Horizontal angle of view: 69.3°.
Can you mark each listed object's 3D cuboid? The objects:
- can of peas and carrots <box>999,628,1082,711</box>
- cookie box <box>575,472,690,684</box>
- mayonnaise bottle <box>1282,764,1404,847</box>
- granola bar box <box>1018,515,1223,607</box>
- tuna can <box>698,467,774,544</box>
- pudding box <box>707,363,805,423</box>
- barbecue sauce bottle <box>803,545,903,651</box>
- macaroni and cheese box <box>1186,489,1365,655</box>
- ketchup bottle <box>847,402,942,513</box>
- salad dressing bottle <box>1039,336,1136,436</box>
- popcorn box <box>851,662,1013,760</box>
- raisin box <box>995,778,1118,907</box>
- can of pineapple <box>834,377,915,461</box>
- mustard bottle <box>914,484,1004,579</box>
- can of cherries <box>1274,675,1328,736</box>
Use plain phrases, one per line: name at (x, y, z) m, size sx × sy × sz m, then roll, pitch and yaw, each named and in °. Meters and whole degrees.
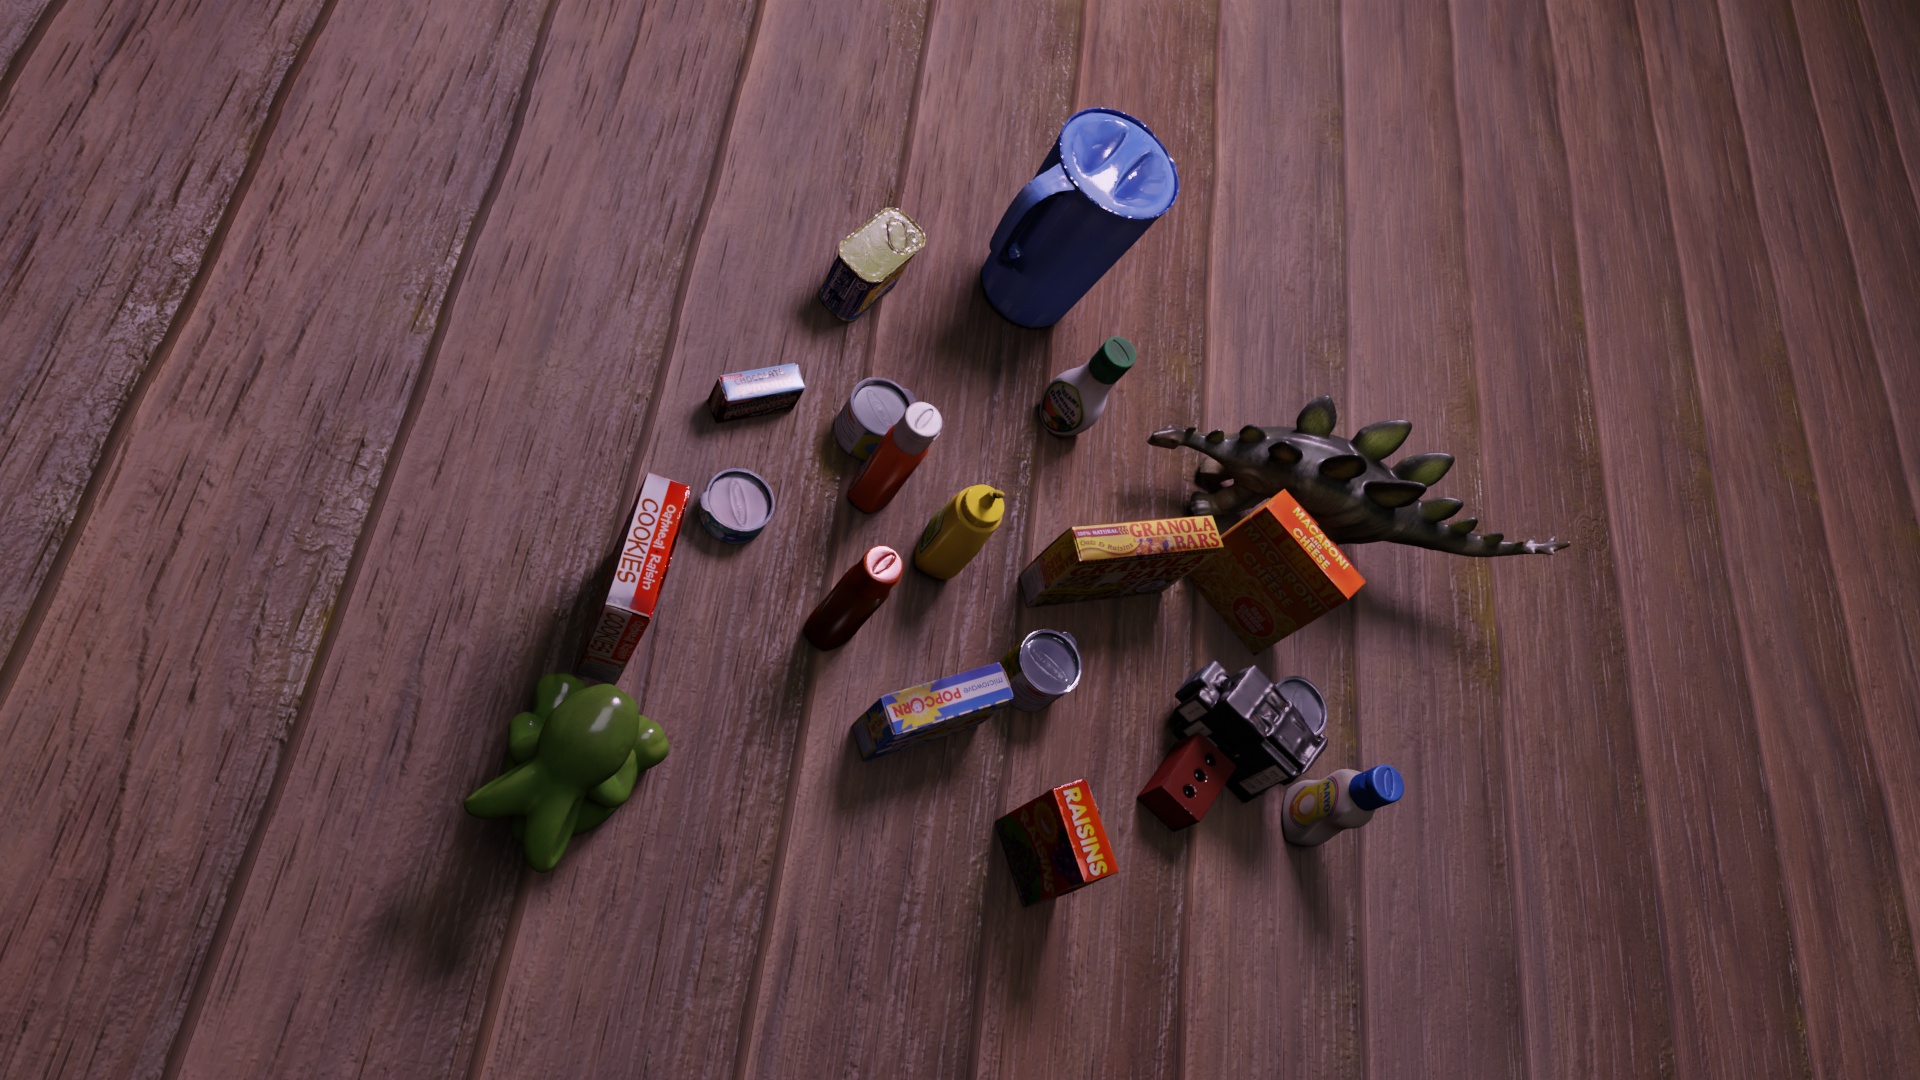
can of peas and carrots at (0.077, 0.124, 1.339) m, size 0.071 × 0.058 × 0.071 m, roll 10°, pitch 63°, yaw -20°
cookie box at (-0.274, 0.035, 1.159) m, size 0.040 × 0.166 × 0.123 m, roll 19°, pitch 60°, yaw -15°
mayonnaise bottle at (0.371, 0.254, 1.355) m, size 0.041 × 0.147 × 0.065 m, roll 17°, pitch 61°, yaw -16°
granola bar box at (0.158, 0.020, 1.387) m, size 0.166 × 0.123 × 0.039 m, roll -5°, pitch 69°, yaw -26°
tuna can at (-0.212, -0.032, 1.300) m, size 0.071 × 0.032 × 0.071 m, roll 10°, pitch 62°, yaw -20°
pudding box at (-0.198, -0.144, 1.350) m, size 0.084 × 0.049 × 0.030 m, roll -13°, pitch 73°, yaw -29°
barbecue sauce bottle at (-0.092, 0.050, 1.245) m, size 0.043 × 0.148 × 0.065 m, roll 46°, pitch 57°, yaw 2°
macaroni and cheese box at (0.318, 0.035, 1.426) m, size 0.040 × 0.165 × 0.124 m, roll -37°, pitch 85°, yaw -33°
ketchup bottle at (-0.060, -0.081, 1.323) m, size 0.043 × 0.148 × 0.065 m, roll 39°, pitch 57°, yaw -3°
salad dressing bottle at (0.133, -0.161, 1.449) m, size 0.044 × 0.147 × 0.064 m, roll -27°, pitch 79°, yaw -32°
popcorn box at (-0.025, 0.155, 1.262) m, size 0.127 × 0.085 × 0.038 m, roll -13°, pitch 73°, yaw -29°
raisin box at (0.084, 0.270, 1.233) m, size 0.040 × 0.123 × 0.086 m, roll -9°, pitch 70°, yaw -27°
can of pineapple at (-0.085, -0.120, 1.385) m, size 0.071 × 0.057 × 0.071 m, roll 10°, pitch 63°, yaw -20°
mustard bottle at (0.005, -0.016, 1.314) m, size 0.049 × 0.159 × 0.065 m, roll 25°, pitch 59°, yaw -12°
can of cherries at (0.331, 0.178, 1.427) m, size 0.071 × 0.058 × 0.072 m, roll 10°, pitch 63°, yaw -20°
